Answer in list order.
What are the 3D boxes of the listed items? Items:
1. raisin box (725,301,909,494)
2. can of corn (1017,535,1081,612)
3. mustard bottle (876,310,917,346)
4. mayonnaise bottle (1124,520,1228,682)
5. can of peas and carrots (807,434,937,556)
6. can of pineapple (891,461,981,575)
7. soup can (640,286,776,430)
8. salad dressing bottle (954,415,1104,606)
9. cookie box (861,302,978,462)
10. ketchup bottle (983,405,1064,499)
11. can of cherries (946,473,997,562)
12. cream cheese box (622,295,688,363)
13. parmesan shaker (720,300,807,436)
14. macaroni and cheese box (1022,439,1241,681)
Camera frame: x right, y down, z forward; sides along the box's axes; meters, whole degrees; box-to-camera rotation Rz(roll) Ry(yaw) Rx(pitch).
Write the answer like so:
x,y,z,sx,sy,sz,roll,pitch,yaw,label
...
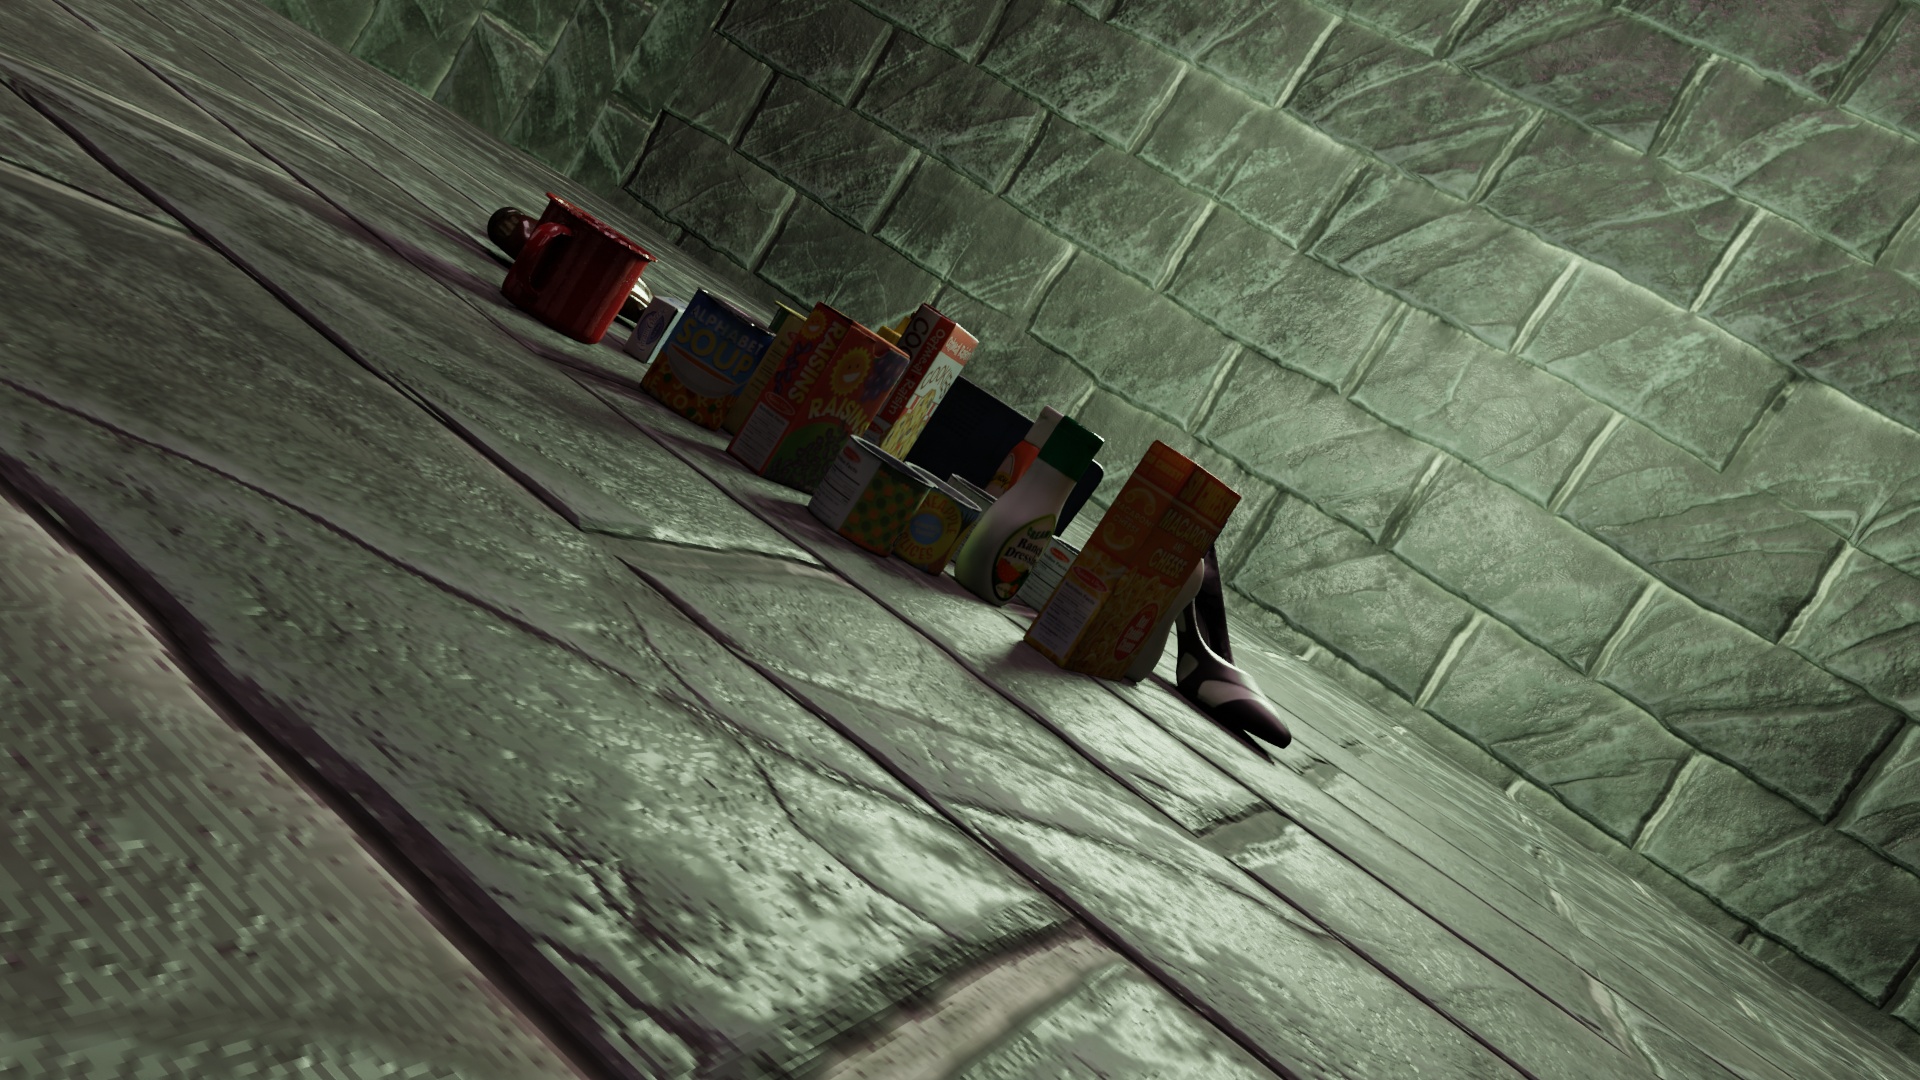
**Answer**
x,y,z,sx,sy,sz,roll,pitch,yaw,label
-0.098,-0.097,0.977,0.040,0.123,0.086,35,6,27,raisin box
0.090,0.038,1.168,0.071,0.058,0.071,32,6,-3,can of corn
-0.087,-0.162,1.379,0.049,0.160,0.065,32,5,-8,mustard bottle
0.156,0.036,1.095,0.065,0.148,0.041,32,5,-8,mayonnaise bottle
-0.059,-0.029,0.941,0.071,0.058,0.071,32,6,-3,can of peas and carrots
-0.027,-0.015,0.997,0.071,0.058,0.071,32,6,-3,can of pineapple
-0.183,-0.131,1.006,0.071,0.083,0.071,32,6,-3,soup can
0.052,-0.023,1.037,0.044,0.147,0.064,37,7,37,salad dressing bottle
-0.052,-0.131,1.273,0.040,0.167,0.123,33,6,8,cookie box
0.053,-0.051,1.261,0.043,0.148,0.065,30,6,-24,ketchup bottle
0.004,-0.014,1.147,0.071,0.058,0.071,32,6,-3,can of cherries
-0.252,-0.178,1.171,0.024,0.053,0.104,32,6,-6,cream cheese box
-0.139,-0.122,1.069,0.071,0.103,0.071,32,6,-3,parmesan shaker
0.125,0.018,0.995,0.040,0.166,0.123,35,6,27,macaroni and cheese box
